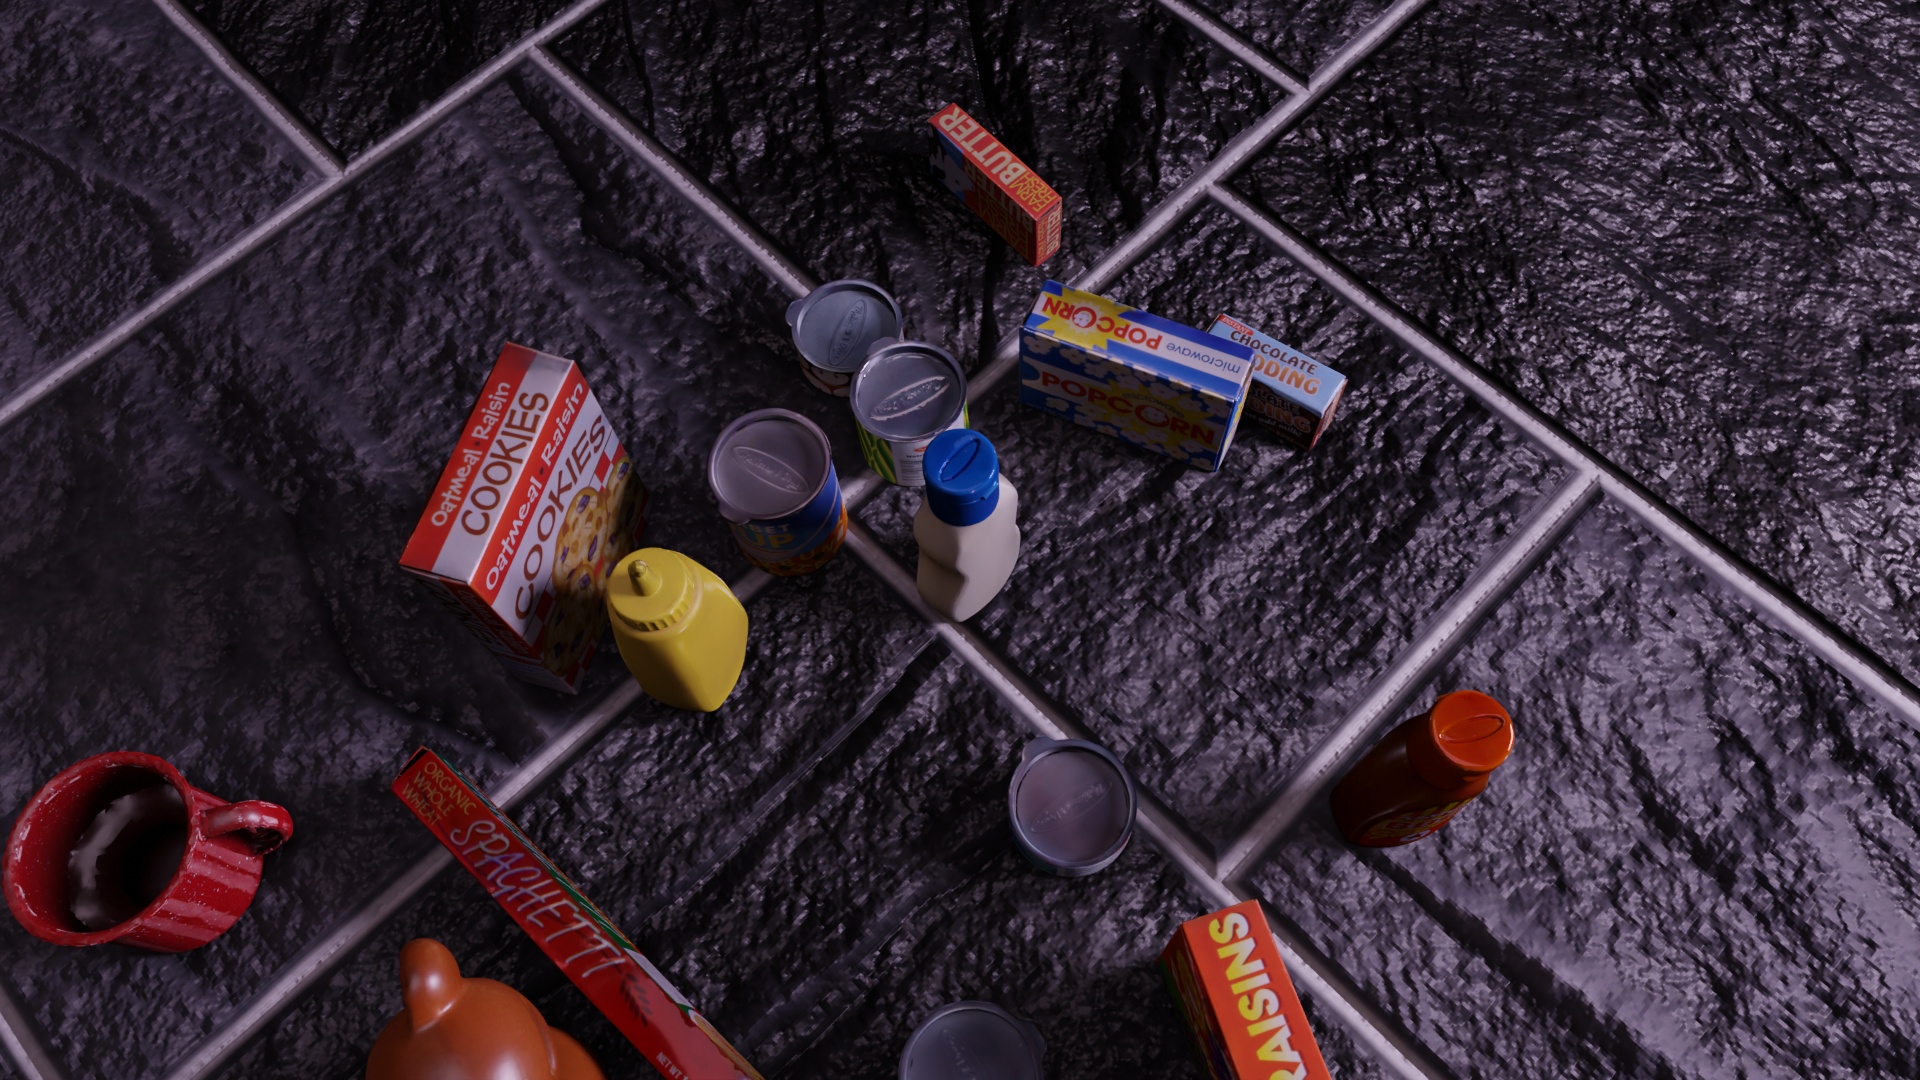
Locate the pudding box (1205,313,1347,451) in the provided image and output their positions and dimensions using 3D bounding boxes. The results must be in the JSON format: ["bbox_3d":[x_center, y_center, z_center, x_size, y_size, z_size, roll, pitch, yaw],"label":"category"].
[{"bbox_3d":[0.177,-0.092,0.806,0.084,0.049,0.030,32,71,15],"label":"pudding box"}]

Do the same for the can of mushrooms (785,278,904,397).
[{"bbox_3d":[-0.069,-0.123,0.838,0.071,0.033,0.071,-1,66,2],"label":"can of mushrooms"}]

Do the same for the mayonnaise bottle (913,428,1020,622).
[{"bbox_3d":[0.003,-0.009,0.722,0.041,0.147,0.065,36,72,16],"label":"mayonnaise bottle"}]

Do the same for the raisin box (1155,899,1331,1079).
[{"bbox_3d":[0.125,0.217,0.629,0.040,0.123,0.086,-17,67,-5],"label":"raisin box"}]

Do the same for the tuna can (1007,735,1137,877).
[{"bbox_3d":[0.056,0.137,0.717,0.071,0.032,0.071,-1,66,2],"label":"tuna can"}]

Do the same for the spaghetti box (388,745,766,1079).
[{"bbox_3d":[-0.190,0.196,0.691,0.250,0.050,0.029,39,73,17],"label":"spaghetti box"}]

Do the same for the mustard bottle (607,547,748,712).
[{"bbox_3d":[-0.145,0.038,0.700,0.049,0.159,0.065,14,68,9],"label":"mustard bottle"}]

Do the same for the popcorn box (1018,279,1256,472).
[{"bbox_3d":[0.098,-0.092,0.790,0.127,0.085,0.038,21,69,11],"label":"popcorn box"}]

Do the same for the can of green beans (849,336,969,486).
[{"bbox_3d":[-0.028,-0.072,0.801,0.071,0.057,0.071,-1,66,2],"label":"can of green beans"}]

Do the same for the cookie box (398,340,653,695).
[{"bbox_3d":[-0.217,-0.006,0.719,0.040,0.166,0.123,14,67,8],"label":"cookie box"}]

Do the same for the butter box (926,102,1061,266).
[{"bbox_3d":[0.021,-0.222,0.869,0.024,0.053,0.104,-39,70,-14],"label":"butter box"}]

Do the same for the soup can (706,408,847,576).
[{"bbox_3d":[-0.101,-0.023,0.767,0.071,0.083,0.071,-1,66,2],"label":"soup can"}]

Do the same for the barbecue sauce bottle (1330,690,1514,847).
[{"bbox_3d":[0.221,0.109,0.660,0.065,0.148,0.044,-14,66,-3],"label":"barbecue sauce bottle"}]

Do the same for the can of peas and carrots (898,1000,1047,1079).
[{"bbox_3d":[0.008,0.252,0.653,0.071,0.058,0.071,-1,66,2],"label":"can of peas and carrots"}]
